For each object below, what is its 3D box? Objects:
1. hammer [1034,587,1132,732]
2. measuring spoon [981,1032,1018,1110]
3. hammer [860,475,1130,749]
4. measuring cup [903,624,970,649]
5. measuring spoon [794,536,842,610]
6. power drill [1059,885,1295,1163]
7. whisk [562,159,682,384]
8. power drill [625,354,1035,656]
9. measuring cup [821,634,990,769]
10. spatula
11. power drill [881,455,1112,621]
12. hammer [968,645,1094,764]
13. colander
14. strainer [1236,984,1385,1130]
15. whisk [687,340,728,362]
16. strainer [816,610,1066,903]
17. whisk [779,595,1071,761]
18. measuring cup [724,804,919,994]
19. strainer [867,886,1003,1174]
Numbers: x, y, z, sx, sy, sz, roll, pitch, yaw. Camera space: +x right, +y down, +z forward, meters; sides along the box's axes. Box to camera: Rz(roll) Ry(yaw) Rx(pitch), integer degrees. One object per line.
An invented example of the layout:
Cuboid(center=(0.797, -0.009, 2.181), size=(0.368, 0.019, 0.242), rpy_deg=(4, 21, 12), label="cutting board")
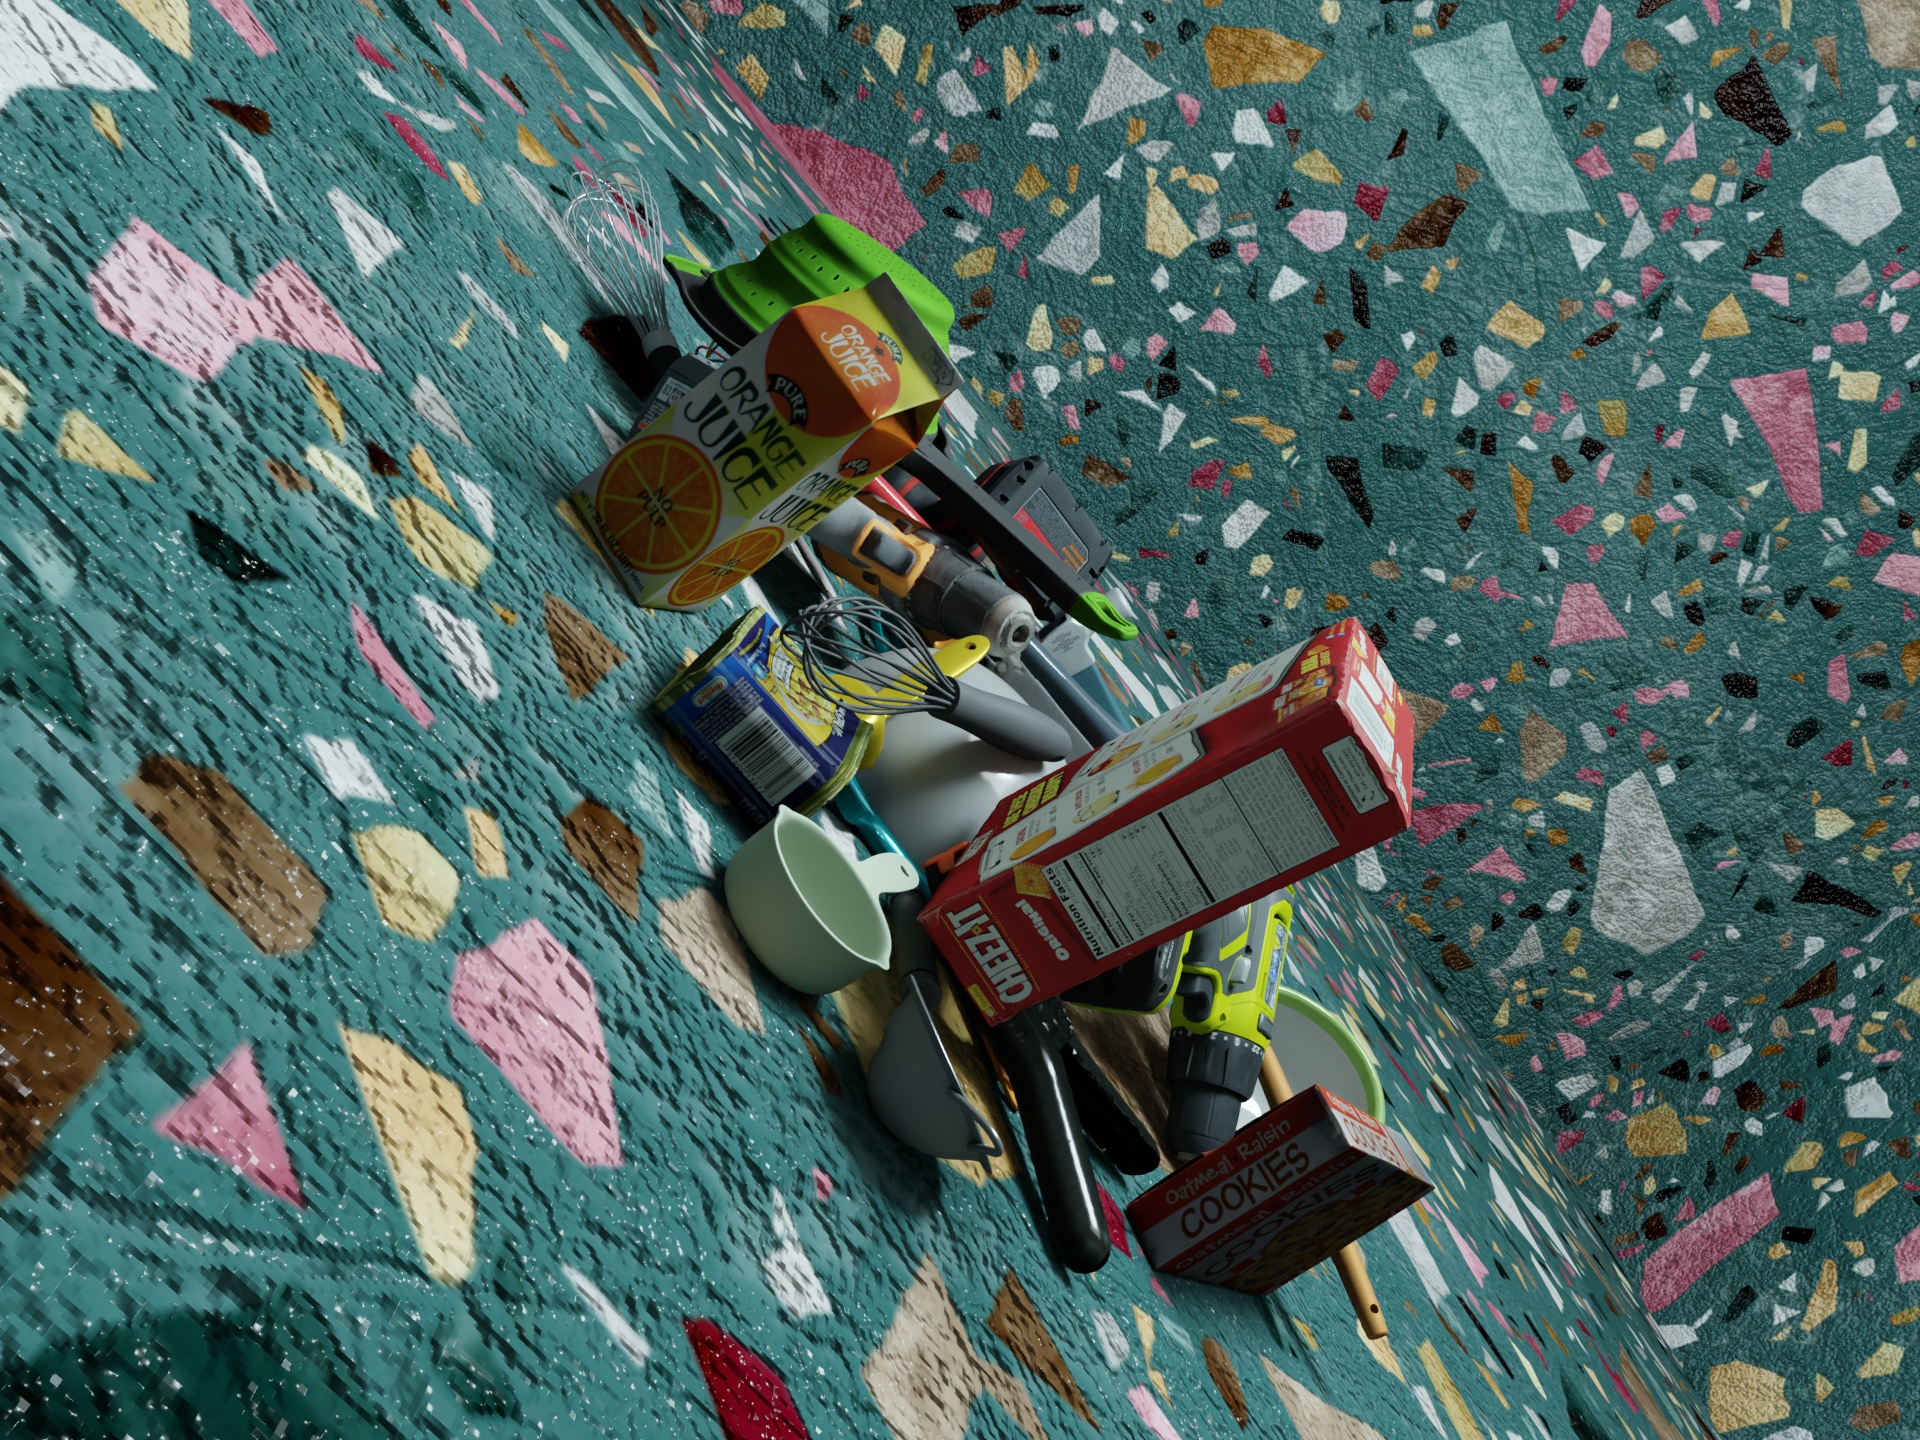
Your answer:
Cuboid(center=(0.162, 0.037, 1.475), size=(0.330, 0.128, 0.033), rpy_deg=(57, 10, -27), label="hammer")
Cuboid(center=(0.007, 0.150, 0.821), size=(0.021, 0.011, 0.117), rpy_deg=(40, 22, -54), label="measuring spoon")
Cuboid(center=(0.010, -0.102, 1.219), size=(0.386, 0.038, 0.143), rpy_deg=(46, -14, -12), label="hammer")
Cuboid(center=(-0.006, -0.076, 1.123), size=(0.095, 0.052, 0.173), rpy_deg=(55, -12, -8), label="measuring cup")
Cuboid(center=(-0.119, -0.123, 1.086), size=(0.124, 0.018, 0.034), rpy_deg=(58, 12, -10), label="measuring spoon")
Cuboid(center=(0.129, 0.147, 0.937), size=(0.228, 0.080, 0.191), rpy_deg=(45, 54, -50), label="power drill")
Cuboid(center=(-0.206, -0.269, 1.054), size=(0.070, 0.070, 0.285), rpy_deg=(33, 29, -58), label="whisk")
Cuboid(center=(-0.067, -0.115, 0.948), size=(0.186, 0.084, 0.226), rpy_deg=(35, 3, 40), label="power drill")
Cuboid(center=(-0.035, -0.022, 0.862), size=(0.062, 0.029, 0.156), rpy_deg=(34, 46, 26), label="measuring cup")
Cuboid(center=(0.198, 0.238, 1.023), size=(0.081, 0.041, 0.323), rpy_deg=(-2, 52, -23), label="spatula")
Cuboid(center=(0.025, -0.134, 1.315), size=(0.187, 0.080, 0.227), rpy_deg=(50, -19, -25), label="power drill")
Cuboid(center=(0.093, 0.046, 1.185), size=(0.149, 0.036, 0.358), rpy_deg=(53, 1, 20), label="hammer")
Cuboid(center=(-0.016, -0.206, 1.006), size=(0.397, 0.094, 0.204), rpy_deg=(44, 19, 17), label="colander")
Cuboid(center=(0.201, 0.218, 1.113), size=(0.151, 0.069, 0.257), rpy_deg=(11, 42, -15), label="strainer")
Cuboid(center=(-0.161, -0.252, 1.224), size=(0.245, 0.051, 0.047), rpy_deg=(-13, 88, -81), label="whisk")
Cuboid(center=(-0.002, -0.003, 0.992), size=(0.210, 0.095, 0.341), rpy_deg=(46, 16, -31), label="strainer")
Cuboid(center=(-0.006, -0.013, 0.802), size=(0.238, 0.055, 0.055), rpy_deg=(23, 32, -53), label="whisk")
Cuboid(center=(-0.056, 0.081, 0.714), size=(0.083, 0.038, 0.167), rpy_deg=(56, 11, 9), label="measuring cup")
Cuboid(center=(-0.019, 0.128, 0.715), size=(0.259, 0.050, 0.086), rpy_deg=(-106, 177, -72), label="strainer")
